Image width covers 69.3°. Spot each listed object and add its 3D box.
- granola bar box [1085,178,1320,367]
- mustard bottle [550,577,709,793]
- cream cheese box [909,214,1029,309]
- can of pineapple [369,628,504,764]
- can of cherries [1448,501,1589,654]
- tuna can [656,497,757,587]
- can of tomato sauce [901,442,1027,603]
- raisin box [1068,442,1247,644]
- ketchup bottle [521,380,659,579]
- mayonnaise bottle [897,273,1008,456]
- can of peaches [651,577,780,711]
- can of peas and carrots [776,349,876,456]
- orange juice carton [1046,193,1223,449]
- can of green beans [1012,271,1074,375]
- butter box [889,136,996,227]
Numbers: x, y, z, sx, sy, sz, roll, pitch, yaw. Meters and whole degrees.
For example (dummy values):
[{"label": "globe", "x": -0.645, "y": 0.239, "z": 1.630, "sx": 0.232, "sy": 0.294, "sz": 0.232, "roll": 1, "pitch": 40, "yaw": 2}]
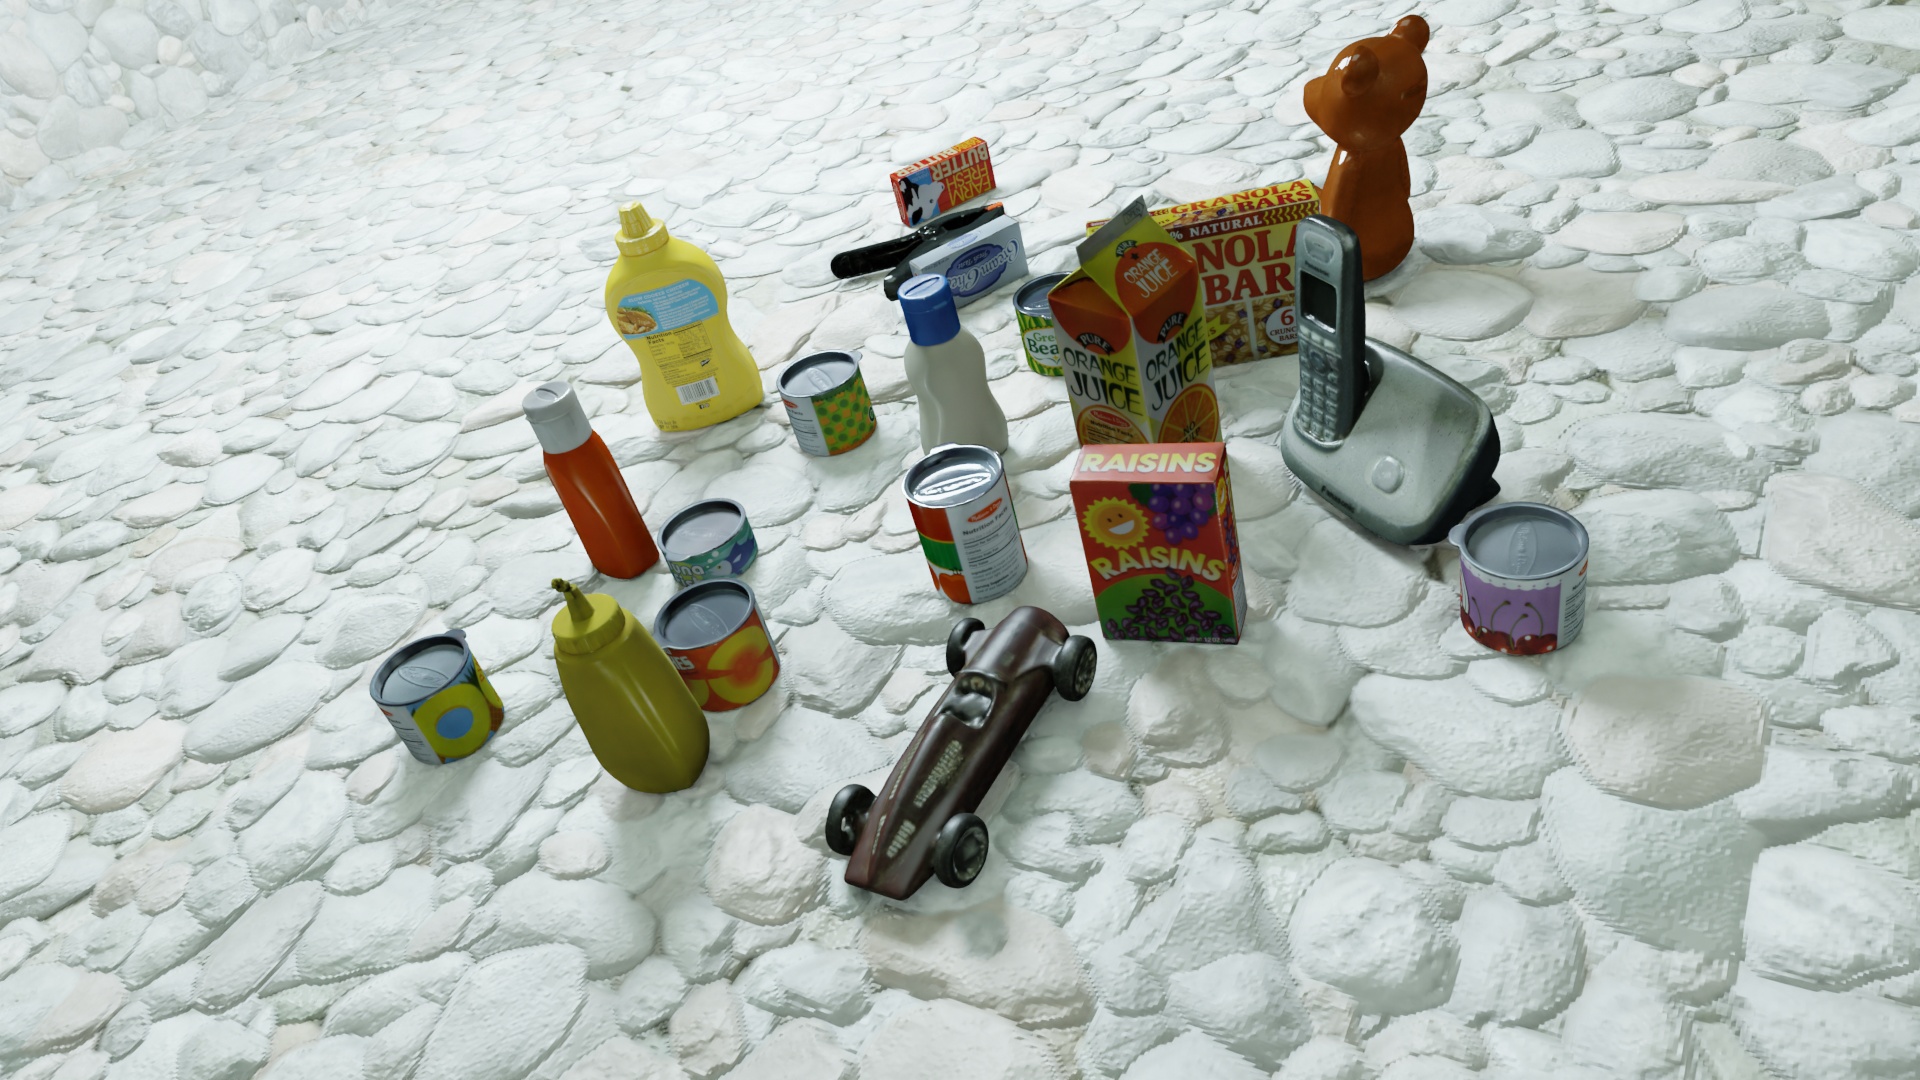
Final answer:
[{"label": "granola bar box", "x": 0.184, "y": -0.190, "z": 1.030, "sx": 0.165, "sy": 0.123, "sz": 0.039, "roll": -9, "pitch": 38, "yaw": 9}, {"label": "mustard bottle", "x": -0.196, "y": 0.079, "z": 0.799, "sx": 0.065, "sy": 0.159, "sz": 0.049, "roll": -2, "pitch": 39, "yaw": 18}, {"label": "cream cheese box", "x": 0.009, "y": -0.239, "z": 1.216, "sx": 0.104, "sy": 0.053, "sz": 0.024, "roll": -30, "pitch": 39, "yaw": -17}, {"label": "can of pineapple", "x": -0.338, "y": 0.102, "z": 0.906, "sx": 0.071, "sy": 0.057, "sz": 0.071, "roll": -10, "pitch": 37, "yaw": 8}, {"label": "can of cherries", "x": 0.309, "y": 0.021, "z": 0.770, "sx": 0.071, "sy": 0.058, "sz": 0.072, "roll": -10, "pitch": 37, "yaw": 8}, {"label": "tuna can", "x": -0.182, "y": 0.004, "z": 0.994, "sx": 0.071, "sy": 0.032, "sz": 0.071, "roll": -10, "pitch": 37, "yaw": 8}, {"label": "can of tomato sauce", "x": 0.003, "y": -0.011, "z": 0.903, "sx": 0.071, "sy": 0.082, "sz": 0.071, "roll": -10, "pitch": 37, "yaw": 8}, {"label": "raisin box", "x": 0.118, "y": 0.002, "z": 0.810, "sx": 0.086, "sy": 0.122, "sz": 0.040, "roll": 1, "pitch": 40, "yaw": 22}, {"label": "ketchup bottle", "x": -0.266, "y": -0.042, "z": 0.988, "sx": 0.065, "sy": 0.148, "sz": 0.044, "roll": 22, "pitch": 51, "yaw": 40}, {"label": "mayonnaise bottle", "x": -0.009, "y": -0.118, "z": 0.989, "sx": 0.065, "sy": 0.147, "sz": 0.041, "roll": -32, "pitch": 39, "yaw": -19}, {"label": "can of peaches", "x": -0.156, "y": 0.068, "z": 0.882, "sx": 0.071, "sy": 0.057, "sz": 0.071, "roll": -10, "pitch": 37, "yaw": 8}, {"label": "can of peas and carrots", "x": -0.102, "y": -0.109, "z": 1.087, "sx": 0.071, "sy": 0.058, "sz": 0.071, "roll": -10, "pitch": 37, "yaw": 8}, {"label": "orange juice carton", "x": 0.114, "y": -0.126, "z": 0.918, "sx": 0.073, "sy": 0.191, "sz": 0.072, "roll": 23, "pitch": 52, "yaw": 40}, {"label": "can of green beans", "x": 0.079, "y": -0.171, "z": 1.100, "sx": 0.071, "sy": 0.057, "sz": 0.071, "roll": -10, "pitch": 37, "yaw": 8}, {"label": "butter box", "x": -0.017, "y": -0.355, "z": 1.374, "sx": 0.104, "sy": 0.053, "sz": 0.024, "roll": -29, "pitch": 39, "yaw": -16}]
